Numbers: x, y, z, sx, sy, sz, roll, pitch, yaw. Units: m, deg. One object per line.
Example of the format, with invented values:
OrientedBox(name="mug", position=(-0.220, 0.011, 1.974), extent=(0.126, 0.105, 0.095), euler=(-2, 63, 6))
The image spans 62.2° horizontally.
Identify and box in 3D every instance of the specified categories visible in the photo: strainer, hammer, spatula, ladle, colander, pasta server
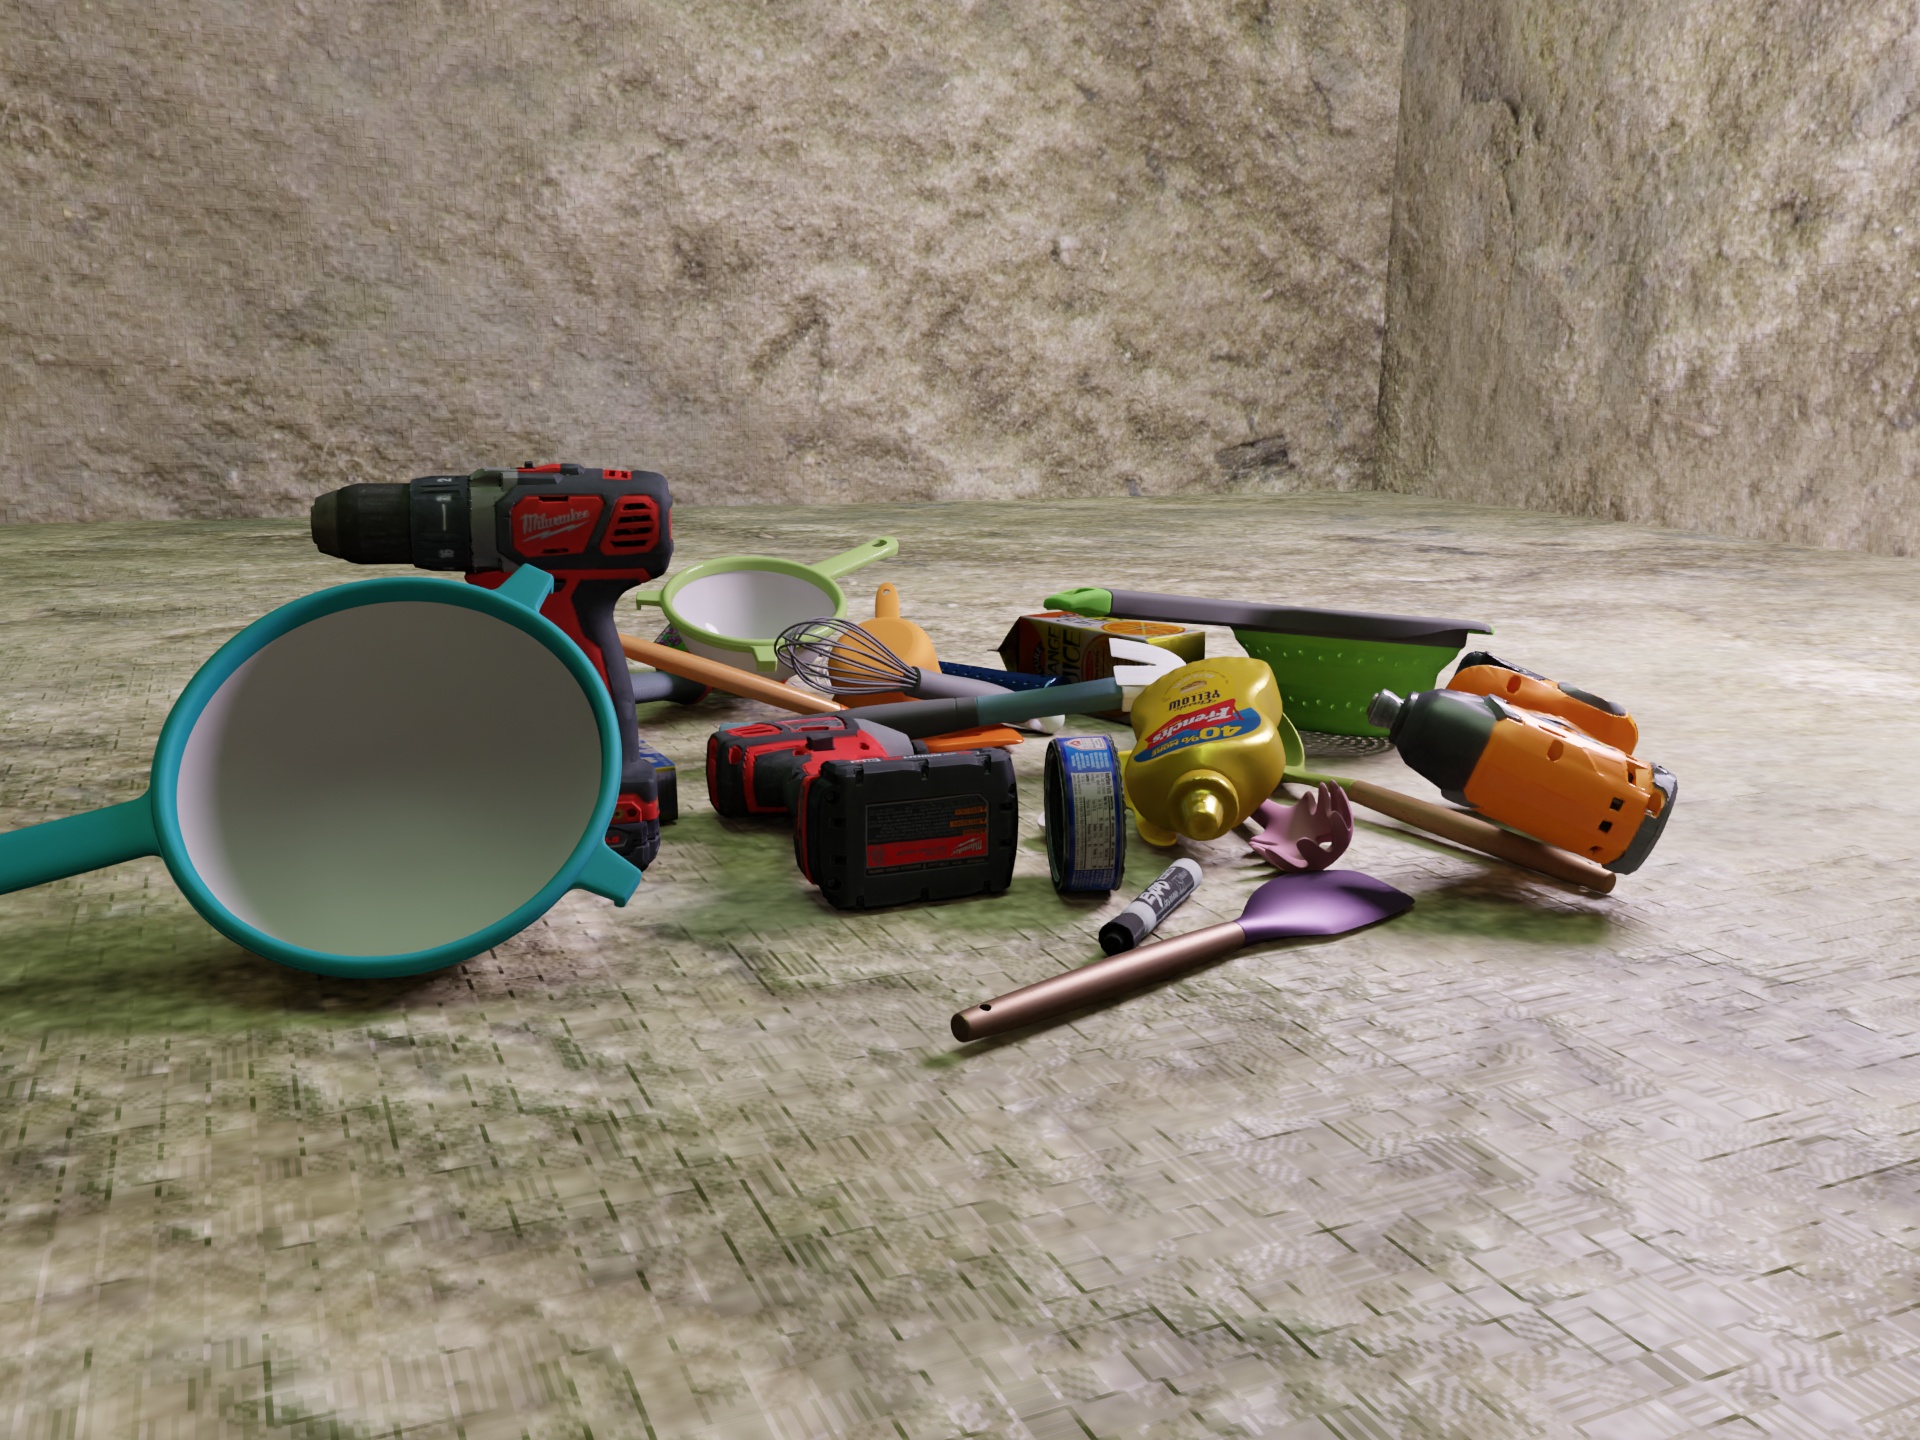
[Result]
OrientedBox(name="strainer", position=(-0.139, -0.092, 1.343), extent=(0.152, 0.069, 0.256), euler=(26, 35, 27))
OrientedBox(name="hammer", position=(-0.070, -0.052, 1.422), extent=(0.406, 0.035, 0.144), euler=(12, 17, 39))
OrientedBox(name="spatula", position=(0.114, 0.109, 0.770), extent=(0.315, 0.018, 0.060), euler=(-10, 26, -42))
OrientedBox(name="ladle", position=(0.273, 0.040, 1.004), extent=(0.078, 0.062, 0.320), euler=(11, 8, -37))
OrientedBox(name="colander", position=(0.226, -0.040, 1.183), extent=(0.397, 0.094, 0.205), euler=(2, 5, -33))
OrientedBox(name="spatula", position=(-0.109, -0.021, 1.153), extent=(0.322, 0.041, 0.081), euler=(18, 6, -22))
OrientedBox(name="strainer", position=(-0.332, 0.056, 0.764), extent=(0.340, 0.211, 0.095), euler=(-15, -26, -16))
OrientedBox(name="pasta server", position=(0.175, 0.042, 1.023), extent=(0.060, 0.040, 0.316), euler=(-40, 16, -2))
OrientedBox(name="hammer", position=(-0.274, -0.017, 1.131), extent=(0.143, 0.038, 0.386), euler=(-8, 2, 9))
OrientedBox(name="hammer", position=(-0.002, -0.004, 1.111), extent=(0.331, 0.033, 0.128), euler=(-8, -20, 0))

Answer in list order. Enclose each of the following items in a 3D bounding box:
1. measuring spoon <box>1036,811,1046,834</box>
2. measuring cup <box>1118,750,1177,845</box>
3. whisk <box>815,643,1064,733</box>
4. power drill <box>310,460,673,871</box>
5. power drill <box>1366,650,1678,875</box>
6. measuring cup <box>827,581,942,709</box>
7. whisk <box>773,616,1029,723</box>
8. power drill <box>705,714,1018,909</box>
OrientedBox(name="measuring spoon", position=(0.079, 0.048, 1.002), extent=(0.034, 0.018, 0.124), euler=(-10, 17, 22))
OrientedBox(name="measuring cup", position=(0.120, 0.047, 1.010), extent=(0.062, 0.029, 0.156), euler=(1, 11, 0))
OrientedBox(name="whisk", position=(-0.021, -0.026, 1.296), extent=(0.246, 0.057, 0.059), euler=(15, 53, 33))
OrientedBox(name="power drill", position=(-0.252, -0.029, 0.878), extent=(0.188, 0.226, 0.080), euler=(-2, 13, -15))
OrientedBox(name="power drill", position=(0.326, 0.014, 0.944), extent=(0.164, 0.084, 0.226), euler=(25, 14, 14))
OrientedBox(name="measuring cup", position=(-0.063, -0.071, 1.280), extent=(0.095, 0.052, 0.174), euler=(-10, 45, 5))
OrientedBox(name="whisk", position=(-0.033, -0.031, 1.147), extent=(0.238, 0.055, 0.055), euler=(15, 1, -41))
OrientedBox(name="power drill", position=(-0.056, 0.041, 0.937), extent=(0.143, 0.078, 0.220), euler=(-4, 11, -23))
